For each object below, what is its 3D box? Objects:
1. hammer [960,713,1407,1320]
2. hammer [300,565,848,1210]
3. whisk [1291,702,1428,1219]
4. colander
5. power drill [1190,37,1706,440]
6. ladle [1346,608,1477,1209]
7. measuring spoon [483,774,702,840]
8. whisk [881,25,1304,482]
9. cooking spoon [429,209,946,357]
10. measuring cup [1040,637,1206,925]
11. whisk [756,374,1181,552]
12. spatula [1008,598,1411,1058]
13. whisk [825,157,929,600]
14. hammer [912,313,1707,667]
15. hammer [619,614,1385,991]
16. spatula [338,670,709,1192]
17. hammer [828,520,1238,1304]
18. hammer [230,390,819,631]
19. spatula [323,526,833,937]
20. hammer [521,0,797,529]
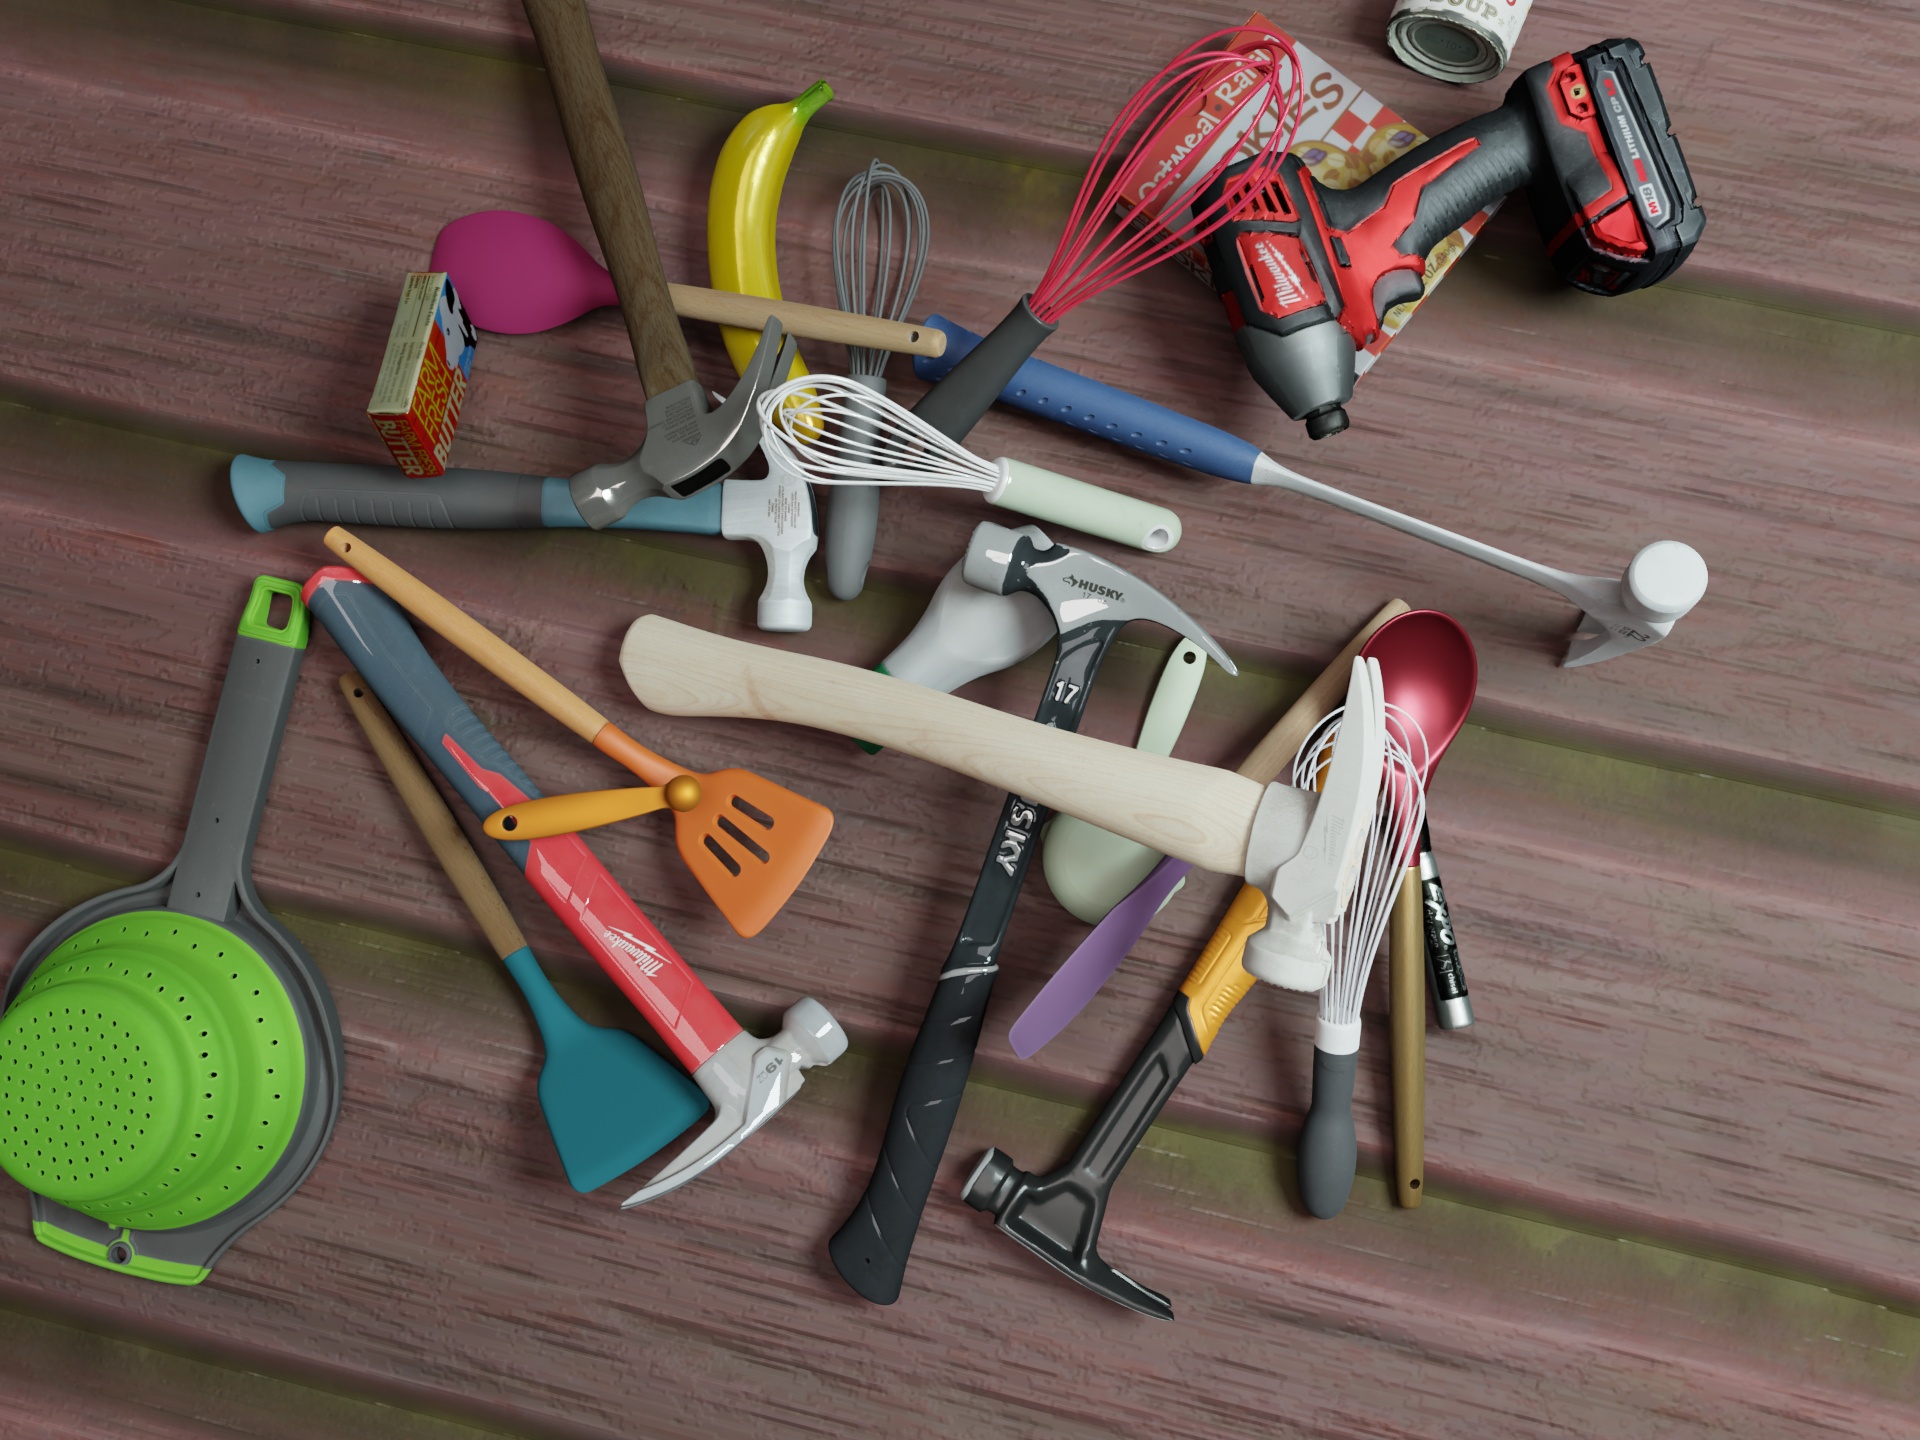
[{"bbox_3d":[0.141,0.146,0.839,0.127,0.034,0.337,33,90,6],"label":"hammer"},{"bbox_3d":[-0.238,0.074,0.852,0.143,0.038,0.386,-39,81,-23],"label":"hammer"},{"bbox_3d":[0.190,0.126,0.796,0.070,0.070,0.284,2,108,4],"label":"whisk"},{"bbox_3d":[-0.429,0.112,0.854,0.204,0.094,0.397,13,88,5],"label":"colander"},{"bbox_3d":[0.238,-0.236,0.792,0.219,0.078,0.143,-19,87,5],"label":"power drill"},{"bbox_3d":[0.231,0.100,0.819,0.069,0.031,0.315,-3,97,-7],"label":"ladle"},{"bbox_3d":[-0.193,0.046,0.828,0.117,0.011,0.021,-10,84,2],"label":"measuring spoon"},{"bbox_3d":[0.052,-0.211,0.771,0.073,0.073,0.295,52,125,5],"label":"whisk"},{"bbox_3d":[-0.156,-0.228,0.858,0.319,0.017,0.069,14,91,18],"label":"cooking spoon"},{"bbox_3d":[0.097,0.031,0.845,0.083,0.038,0.167,21,91,5],"label":"measuring cup"},{"bbox_3d":[0.011,-0.125,0.808,0.246,0.059,0.057,13,126,-27],"label":"whisk"},{"bbox_3d":[0.132,0.051,0.817,0.018,0.059,0.316,35,75,29],"label":"spatula"},{"bbox_3d":[-0.052,-0.184,0.867,0.055,0.055,0.239,6,93,5],"label":"whisk"},{"bbox_3d":[0.163,-0.124,0.822,0.405,0.144,0.035,24,84,14],"label":"hammer"},{"bbox_3d":[-0.001,-0.002,0.776,0.411,0.038,0.146,16,97,28],"label":"hammer"},{"bbox_3d":[-0.255,0.102,0.868,0.082,0.044,0.317,-31,83,-22],"label":"spatula"},{"bbox_3d":[0.016,0.113,0.822,0.149,0.036,0.409,20,98,10],"label":"hammer"},{"bbox_3d":[-0.243,-0.120,0.882,0.331,0.033,0.128,3,88,5],"label":"hammer"},{"bbox_3d":[-0.214,-0.008,0.852,0.322,0.041,0.081,36,89,3],"label":"spatula"},{"bbox_3d":[-0.179,-0.269,0.847,0.130,0.031,0.331,-22,72,10],"label":"hammer"}]
